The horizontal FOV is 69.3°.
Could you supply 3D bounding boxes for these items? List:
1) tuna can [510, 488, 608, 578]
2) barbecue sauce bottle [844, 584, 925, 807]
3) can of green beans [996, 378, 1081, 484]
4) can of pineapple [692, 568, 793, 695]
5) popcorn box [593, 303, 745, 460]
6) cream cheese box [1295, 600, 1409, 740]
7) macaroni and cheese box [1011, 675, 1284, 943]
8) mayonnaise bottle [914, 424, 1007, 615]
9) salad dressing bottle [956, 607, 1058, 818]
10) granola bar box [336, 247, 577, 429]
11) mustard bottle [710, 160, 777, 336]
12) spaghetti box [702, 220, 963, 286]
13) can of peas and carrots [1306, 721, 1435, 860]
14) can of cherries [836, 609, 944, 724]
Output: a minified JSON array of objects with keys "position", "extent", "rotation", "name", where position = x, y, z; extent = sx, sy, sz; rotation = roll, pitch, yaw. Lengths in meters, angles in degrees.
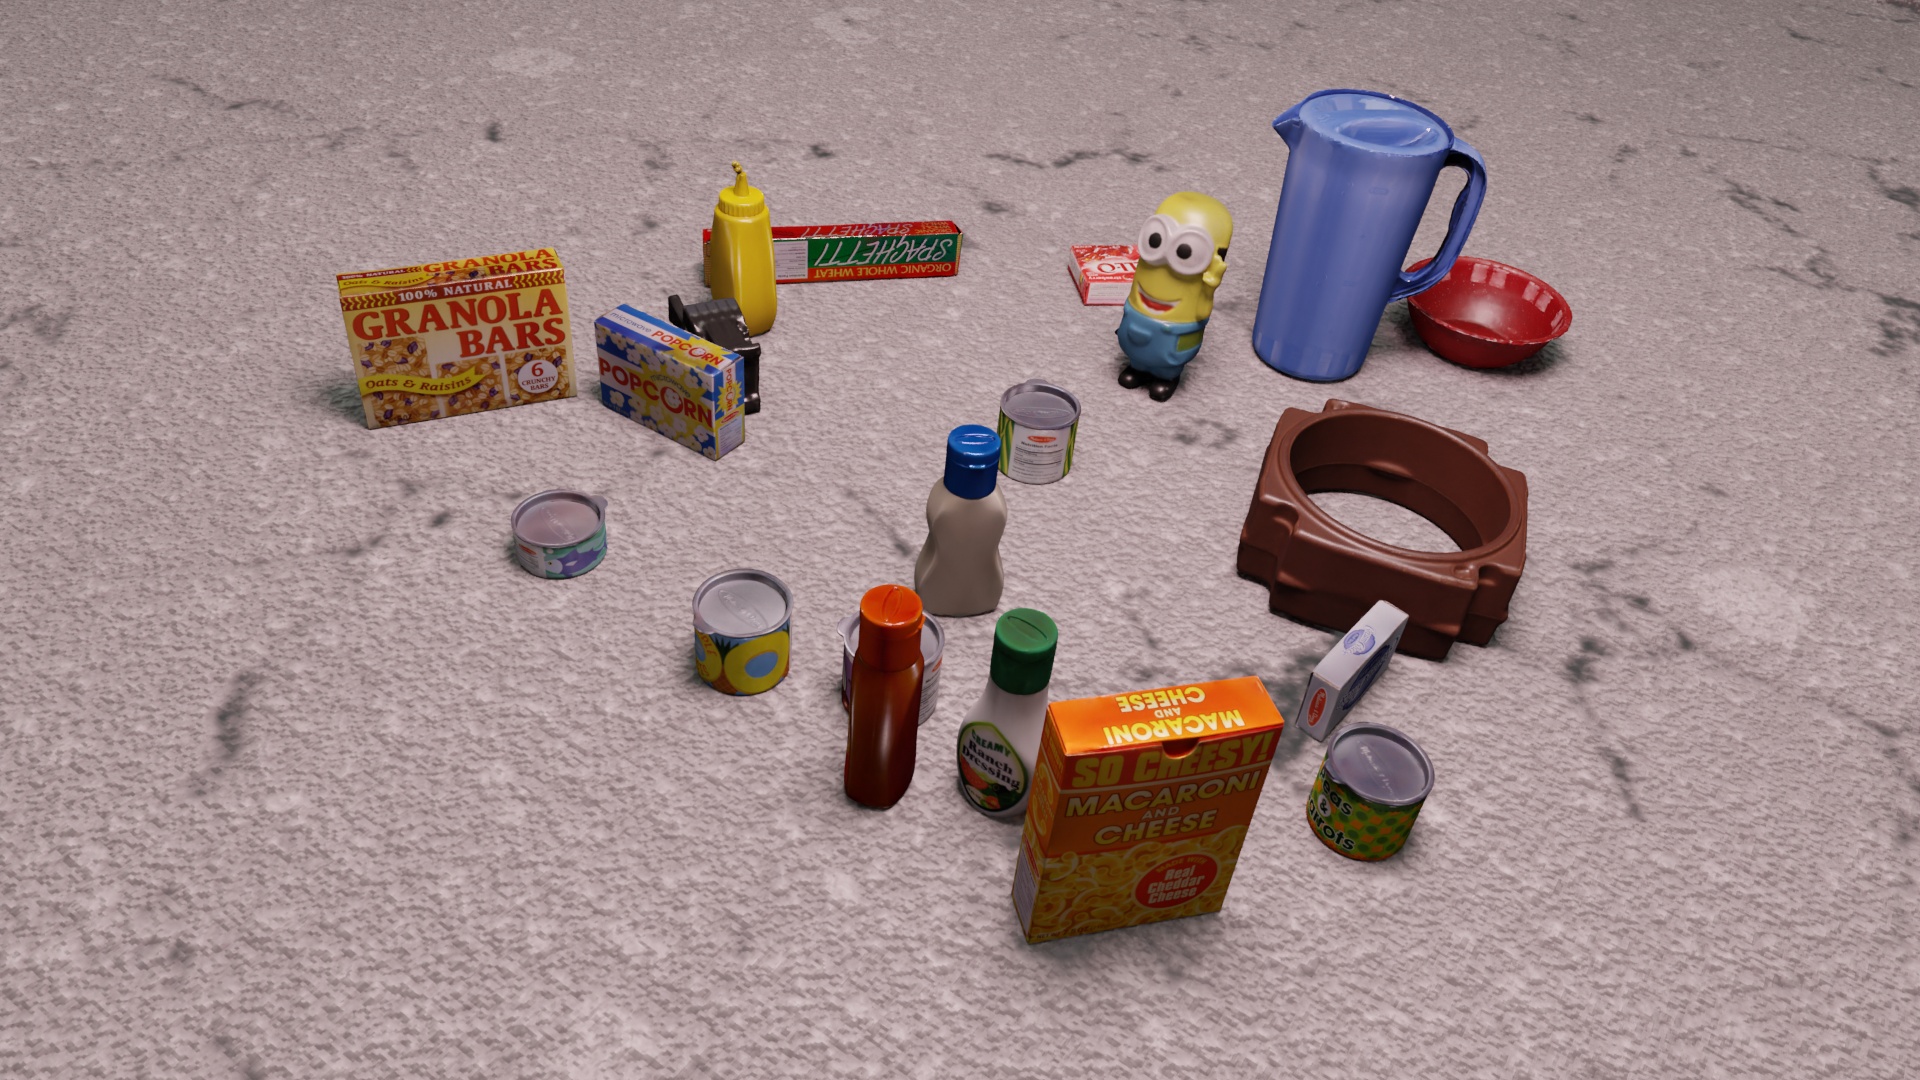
[{"position":[-0.289,-0.006,1.012],"extent":[0.071,0.032,0.071],"rotation":[4,40,-3],"name":"tuna can"},{"position":[-0.045,0.092,0.841],"extent":[0.044,0.147,0.065],"rotation":[11,40,6],"name":"barbecue sauce bottle"},{"position":[0.062,-0.088,1.138],"extent":[0.071,0.057,0.071],"rotation":[4,40,-3],"name":"can of green beans"},{"position":[-0.147,0.062,0.932],"extent":[0.071,0.057,0.071],"rotation":[4,40,-3],"name":"can of pineapple"},{"position":[-0.235,-0.129,1.124],"extent":[0.127,0.084,0.038],"rotation":[25,44,21],"name":"popcorn box"},{"position":[0.271,0.089,0.961],"extent":[0.024,0.053,0.104],"rotation":[32,46,27],"name":"cream cheese box"},{"position":[0.101,0.153,0.775],"extent":[0.124,0.165,0.040],"rotation":[-6,42,-14],"name":"macaroni and cheese box"},{"position":[0.003,-0.012,0.971],"extent":[0.065,0.147,0.041],"rotation":[-1,41,-9],"name":"mayonnaise bottle"},{"position":[0.031,0.105,0.837],"extent":[0.064,0.146,0.044],"rotation":[31,46,26],"name":"salad dressing bottle"},{"position":[-0.399,-0.162,1.111],"extent":[0.166,0.123,0.039],"rotation":[-12,44,-21],"name":"granola bar box"},{"position":[-0.192,-0.260,1.226],"extent":[0.049,0.159,0.065],"rotation":[-21,47,-28],"name":"mustard bottle"},{"position":[-0.123,-0.277,1.342],"extent":[0.250,0.049,0.029],"rotation":[-5,42,-14],"name":"spaghetti box"},{"position":[0.254,0.159,0.873],"extent":[0.071,0.058,0.071],"rotation":[4,40,-3],"name":"can of peas and carrots"},{"position":[-0.048,0.083,0.921],"extent":[0.071,0.058,0.072],"rotation":[4,40,-3],"name":"can of cherries"}]
